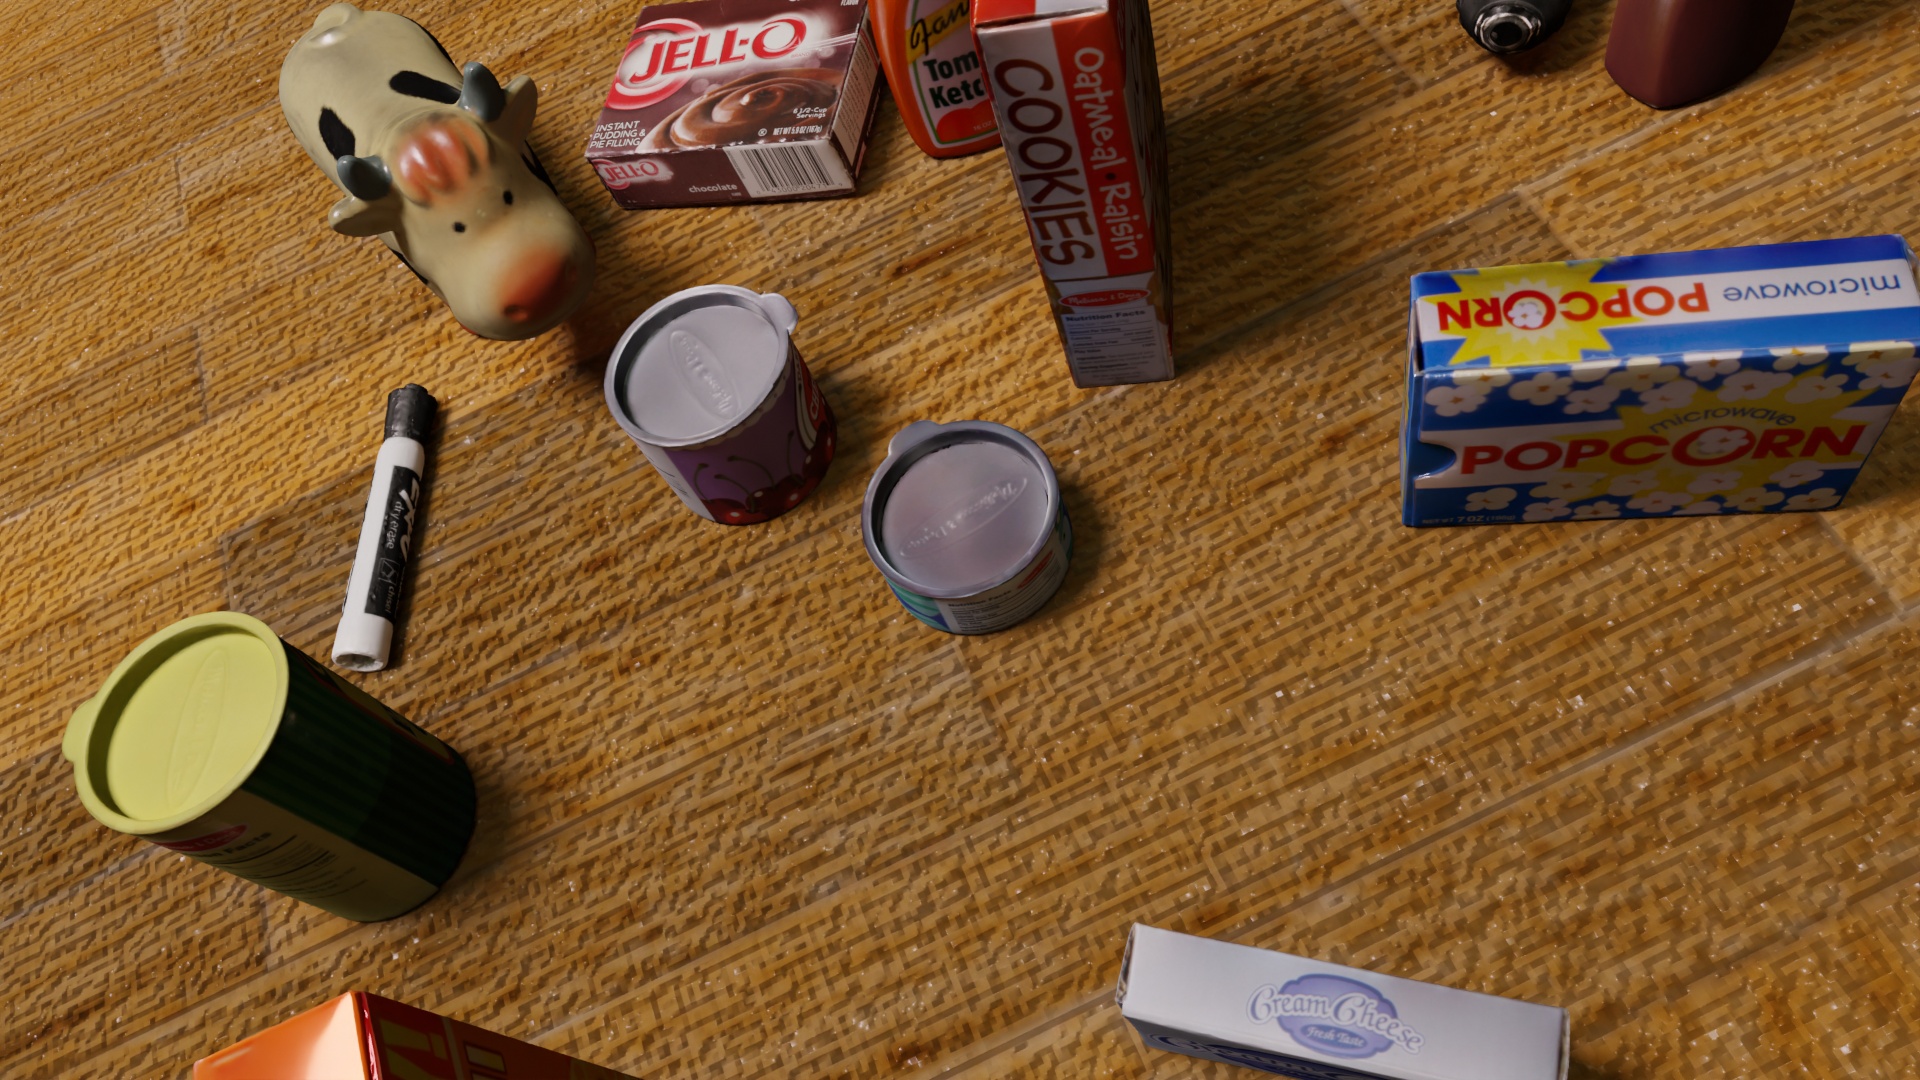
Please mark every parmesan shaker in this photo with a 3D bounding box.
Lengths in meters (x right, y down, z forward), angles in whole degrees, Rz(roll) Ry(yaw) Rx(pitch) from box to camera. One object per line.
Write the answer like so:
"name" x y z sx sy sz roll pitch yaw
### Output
"parmesan shaker" -0.209 0.074 0.432 0.071 0.102 0.071 -6 60 11

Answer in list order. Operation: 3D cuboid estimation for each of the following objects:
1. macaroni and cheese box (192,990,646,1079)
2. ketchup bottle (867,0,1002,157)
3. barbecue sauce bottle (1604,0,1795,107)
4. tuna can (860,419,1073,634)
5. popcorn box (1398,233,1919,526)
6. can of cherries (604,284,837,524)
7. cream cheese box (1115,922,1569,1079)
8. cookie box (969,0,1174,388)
"macaroni and cheese box" -0.091 0.178 0.305 0.040 0.165 0.124 -24 58 1
"ketchup bottle" -0.008 -0.211 0.512 0.065 0.148 0.044 -22 58 2
"barbecue sauce bottle" 0.250 -0.212 0.445 0.065 0.148 0.044 -32 59 -3
"tuna can" 0.002 -0.006 0.462 0.071 0.032 0.071 -6 60 11
"popcorn box" 0.194 -0.042 0.401 0.127 0.085 0.038 -2 61 14
"can of cherries" -0.081 -0.048 0.493 0.071 0.058 0.072 -6 60 11
"cream cheese box" 0.095 0.124 0.352 0.104 0.053 0.024 6 64 18
"cookie box" 0.041 -0.148 0.453 0.040 0.166 0.123 -4 61 13
